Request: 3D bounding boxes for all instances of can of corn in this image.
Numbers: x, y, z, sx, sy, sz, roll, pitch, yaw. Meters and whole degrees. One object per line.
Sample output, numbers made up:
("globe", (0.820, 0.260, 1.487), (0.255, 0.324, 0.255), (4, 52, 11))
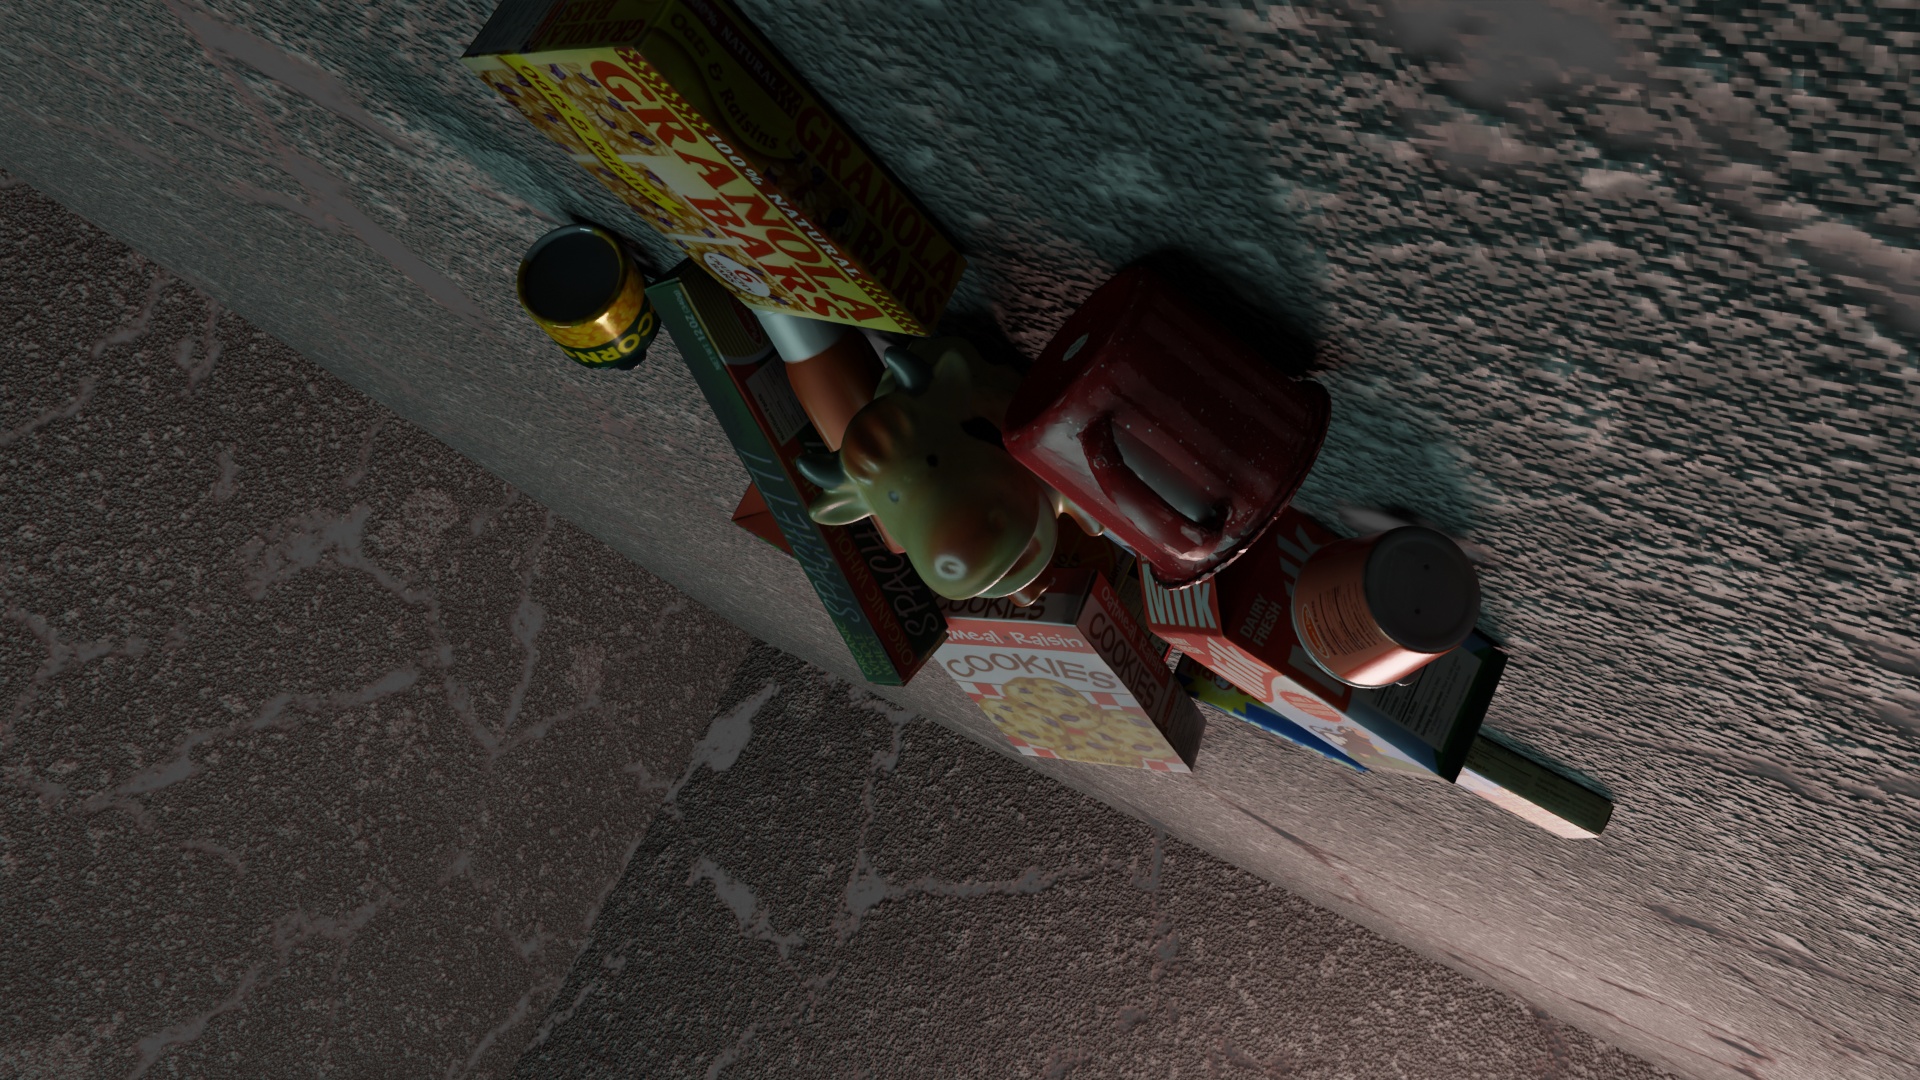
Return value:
("can of corn", (-0.211, -0.138, 0.797), (0.071, 0.071, 0.058), (25, 168, 14))

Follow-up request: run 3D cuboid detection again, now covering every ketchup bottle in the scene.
("ketchup bottle", (-0.052, -0.067, 0.682), (0.148, 0.043, 0.065), (60, -165, -27))

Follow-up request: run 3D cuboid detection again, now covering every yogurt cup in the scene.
("yogurt cup", (0.184, 0.026, 0.596), (0.072, 0.072, 0.053), (29, 161, -5))

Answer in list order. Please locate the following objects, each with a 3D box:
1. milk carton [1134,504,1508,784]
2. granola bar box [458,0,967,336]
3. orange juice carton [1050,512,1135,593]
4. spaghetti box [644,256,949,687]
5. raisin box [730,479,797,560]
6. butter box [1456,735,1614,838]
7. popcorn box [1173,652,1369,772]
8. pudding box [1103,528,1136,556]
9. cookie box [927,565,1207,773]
("milk carton", (0.165, 0.041, 0.679), (0.190, 0.073, 0.072), (32, 168, -18))
("granola bar box", (-0.091, -0.146, 0.538), (0.124, 0.039, 0.165), (17, 164, 43))
("orange juice carton", (0.003, -0.011, 0.848), (0.192, 0.072, 0.073), (31, 168, -15))
("spaghetti box", (-0.077, -0.034, 0.713), (0.028, 0.050, 0.249), (-4, 123, 41))
("raisin box", (-0.095, -0.031, 0.928), (0.086, 0.040, 0.124), (30, -157, -8))
("butter box", (0.351, 0.154, 0.877), (0.103, 0.024, 0.053), (27, 168, 6))
("popcorn box", (0.202, 0.093, 0.844), (0.127, 0.038, 0.085), (23, -167, 25))
("pudding box", (0.099, -0.010, 0.723), (0.083, 0.030, 0.049), (33, 167, -25))
("cookie box", (0.056, 0.075, 0.817), (0.123, 0.040, 0.167), (1, 144, 36))
